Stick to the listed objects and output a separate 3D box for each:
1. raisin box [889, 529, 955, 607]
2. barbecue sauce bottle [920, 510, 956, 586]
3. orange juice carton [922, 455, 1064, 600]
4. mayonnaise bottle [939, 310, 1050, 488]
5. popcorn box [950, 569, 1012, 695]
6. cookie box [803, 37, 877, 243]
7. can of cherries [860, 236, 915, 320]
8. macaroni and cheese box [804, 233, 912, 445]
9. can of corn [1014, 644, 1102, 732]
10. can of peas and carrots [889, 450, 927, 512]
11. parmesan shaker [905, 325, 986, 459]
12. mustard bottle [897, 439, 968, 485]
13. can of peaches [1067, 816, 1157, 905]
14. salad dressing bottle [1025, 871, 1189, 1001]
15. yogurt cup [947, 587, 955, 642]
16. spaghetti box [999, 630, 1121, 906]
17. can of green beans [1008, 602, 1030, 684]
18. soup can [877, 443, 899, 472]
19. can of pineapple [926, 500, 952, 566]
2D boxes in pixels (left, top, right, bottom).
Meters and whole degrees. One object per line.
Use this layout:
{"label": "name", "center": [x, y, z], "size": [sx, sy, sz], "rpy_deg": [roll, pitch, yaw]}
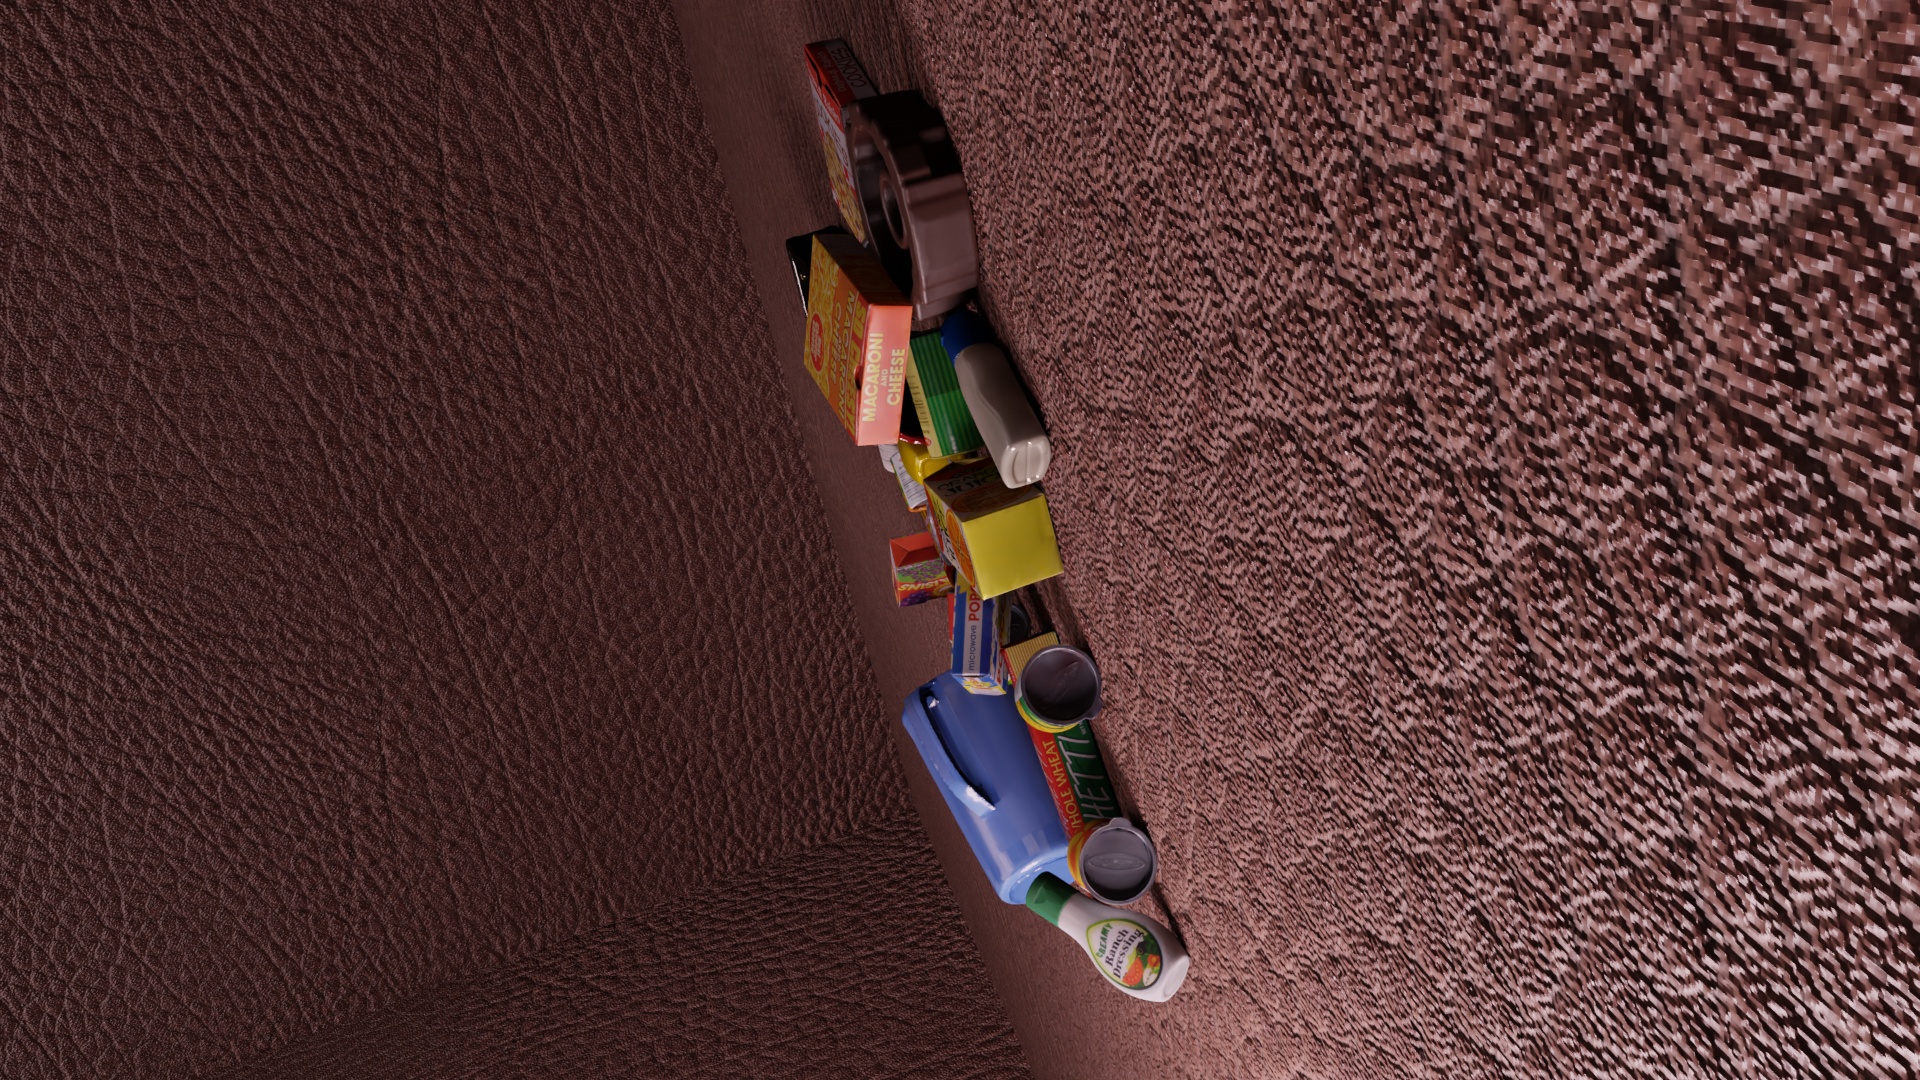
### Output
{"label": "raisin box", "center": [-0.034, 0.030, 1.576], "size": [0.123, 0.086, 0.040], "rpy_deg": [94, 162, -67]}
{"label": "barbecue sauce bottle", "center": [-0.018, -0.026, 1.501], "size": [0.064, 0.044, 0.149], "rpy_deg": [92, 158, -57]}
{"label": "orange juice carton", "center": [0.020, -0.019, 1.191], "size": [0.193, 0.073, 0.071], "rpy_deg": [-133, 26, -69]}
{"label": "mayonnaise bottle", "center": [0.025, -0.114, 1.072], "size": [0.064, 0.041, 0.148], "rpy_deg": [88, 162, -57]}
{"label": "popcorn box", "center": [0.021, 0.073, 1.283], "size": [0.085, 0.038, 0.127], "rpy_deg": [52, -141, -68]}
{"label": "cookie box", "center": [-0.099, -0.364, 1.297], "size": [0.166, 0.040, 0.123], "rpy_deg": [81, 167, -47]}
{"label": "can of cherries", "center": [-0.058, -0.237, 1.242], "size": [0.058, 0.071, 0.071], "rpy_deg": [105, 145, -72]}
{"label": "macaroni and cheese box", "center": [-0.089, -0.170, 1.161], "size": [0.167, 0.040, 0.123], "rpy_deg": [-124, 35, -53]}
{"label": "can of corn", "center": [0.082, 0.125, 1.150], "size": [0.058, 0.071, 0.071], "rpy_deg": [105, 145, -75]}
{"label": "can of peas and carrots", "center": [-0.031, -0.068, 1.430], "size": [0.071, 0.071, 0.059], "rpy_deg": [114, 135, -77]}
{"label": "parmesan shaker", "center": [-0.008, -0.127, 1.159], "size": [0.071, 0.071, 0.103], "rpy_deg": [-147, 40, -76]}
{"label": "mustard bottle", "center": [-0.036, -0.115, 1.376], "size": [0.161, 0.065, 0.048], "rpy_deg": [-111, 13, -51]}
{"label": "can of peaches", "center": [0.127, 0.267, 1.170], "size": [0.058, 0.071, 0.071], "rpy_deg": [133, 117, -80]}
{"label": "salad dressing bottle", "center": [0.123, 0.335, 1.189], "size": [0.148, 0.064, 0.044], "rpy_deg": [26, -177, 34]}
{"label": "yogurt cup", "center": [0.018, 0.074, 1.435], "size": [0.072, 0.072, 0.054], "rpy_deg": [-163, 63, -79]}
{"label": "spaghetti box", "center": [0.101, 0.205, 1.242], "size": [0.028, 0.050, 0.250], "rpy_deg": [143, 108, -82]}
{"label": "can of green beans", "center": [0.037, 0.101, 1.361], "size": [0.057, 0.071, 0.071], "rpy_deg": [82, 166, -52]}
{"label": "soup can", "center": [-0.059, -0.125, 1.483], "size": [0.071, 0.071, 0.083], "rpy_deg": [-124, 16, -57]}
{"label": "can of pineapple", "center": [0.005, -0.017, 1.335], "size": [0.071, 0.058, 0.071], "rpy_deg": [163, 88, -81]}
